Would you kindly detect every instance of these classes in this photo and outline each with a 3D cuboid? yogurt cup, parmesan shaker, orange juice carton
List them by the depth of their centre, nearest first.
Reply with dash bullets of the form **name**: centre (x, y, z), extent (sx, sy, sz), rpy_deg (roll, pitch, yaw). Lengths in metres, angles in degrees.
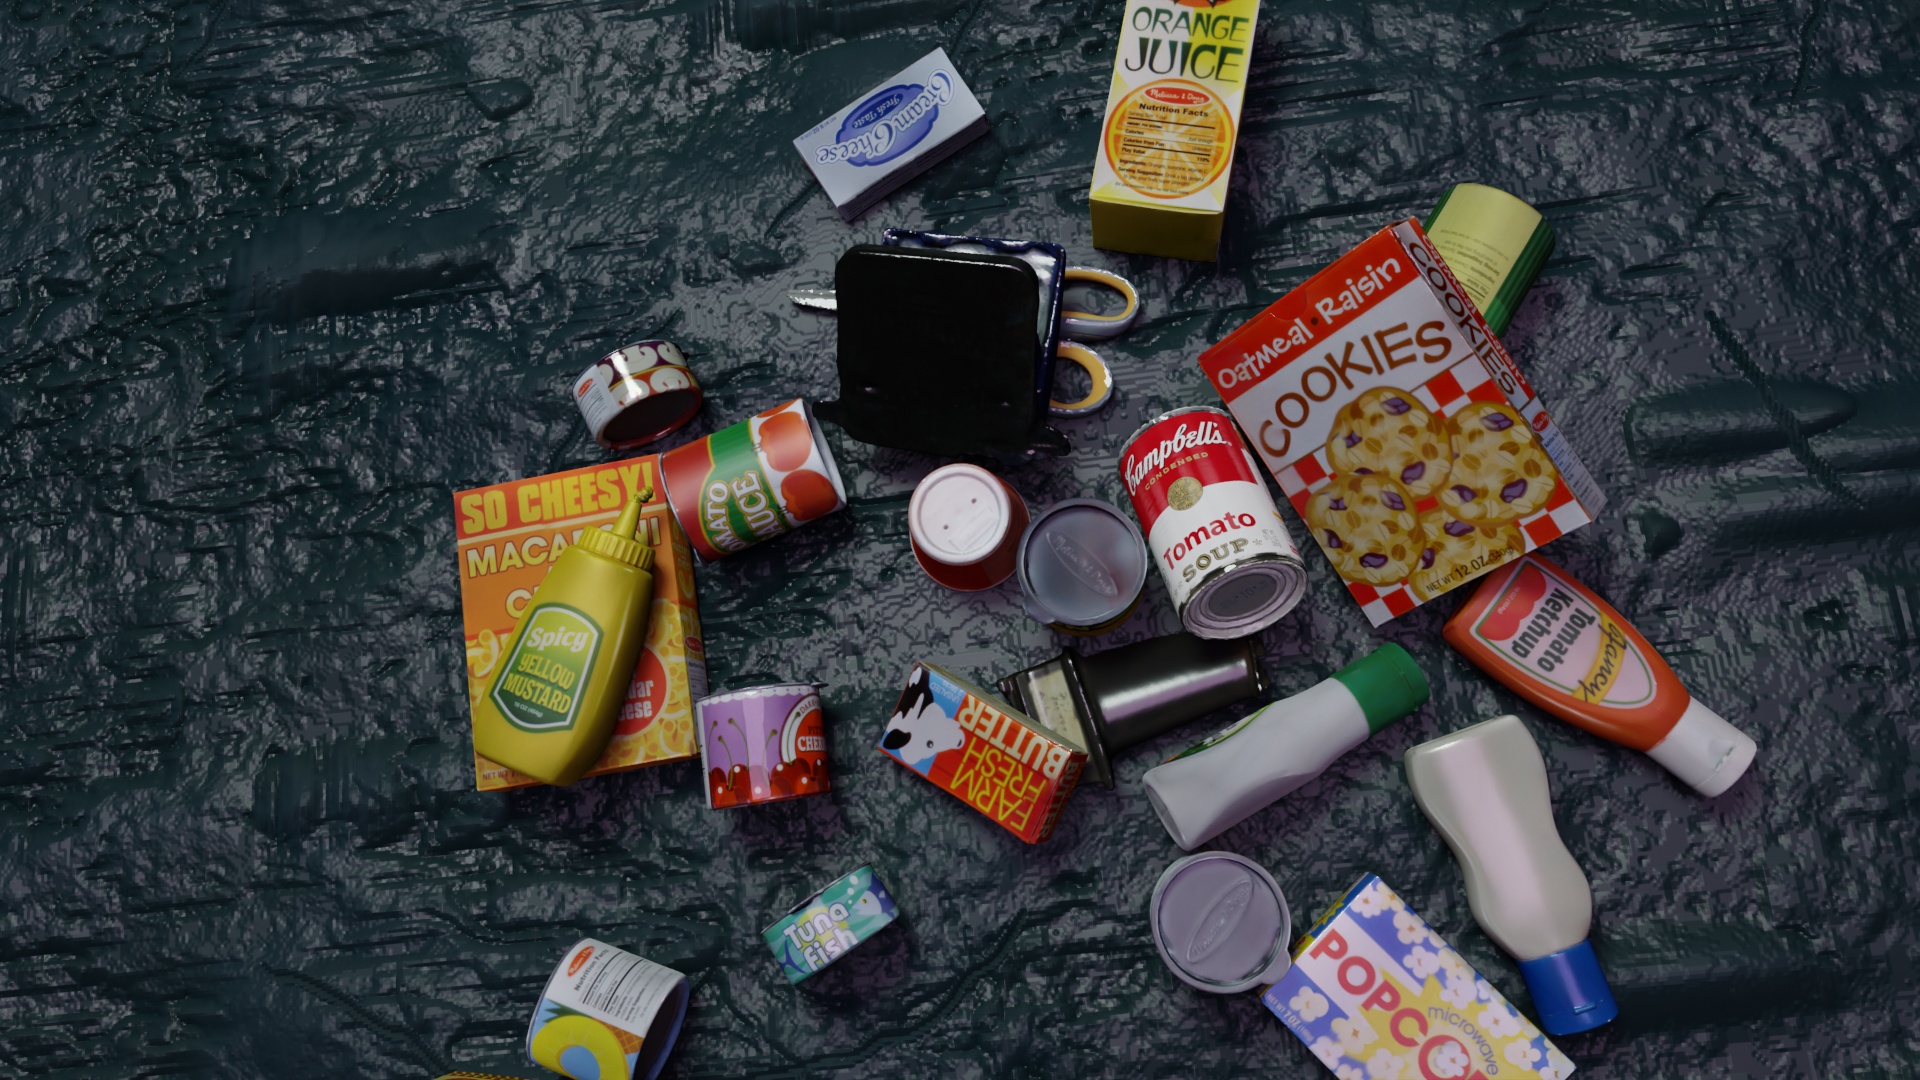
- **parmesan shaker**: centre (0.261, -0.125, 0.732), extent (0.071, 0.071, 0.103), rpy_deg (31, 83, 12)
- **yogurt cup**: centre (0.003, -0.009, 0.747), extent (0.072, 0.054, 0.072), rpy_deg (-1, 79, 7)
- **orange juice carton**: centre (0.124, -0.260, 0.774), extent (0.073, 0.071, 0.193), rpy_deg (10, 80, 9)

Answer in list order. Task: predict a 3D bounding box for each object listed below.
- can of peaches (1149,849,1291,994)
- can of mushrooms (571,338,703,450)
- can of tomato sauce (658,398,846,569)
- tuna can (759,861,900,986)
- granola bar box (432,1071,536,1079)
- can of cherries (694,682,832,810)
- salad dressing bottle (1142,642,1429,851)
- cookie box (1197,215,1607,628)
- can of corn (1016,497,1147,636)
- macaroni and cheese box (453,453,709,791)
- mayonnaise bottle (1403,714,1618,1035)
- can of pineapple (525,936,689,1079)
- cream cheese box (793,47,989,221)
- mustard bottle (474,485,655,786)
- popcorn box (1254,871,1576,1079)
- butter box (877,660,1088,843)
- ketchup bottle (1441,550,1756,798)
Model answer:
- **can of peaches**: centre (0.129, 0.189, 0.689), extent (0.071, 0.058, 0.071), rpy_deg (-1, 78, 6)
- **can of mushrooms**: centre (-0.178, -0.082, 0.779), extent (0.071, 0.071, 0.033), rpy_deg (-29, 77, 1)
- **can of tomato sauce**: centre (-0.112, -0.031, 0.758), extent (0.083, 0.071, 0.071), rpy_deg (-22, 77, 2)
- **tuna can**: centre (-0.066, 0.195, 0.705), extent (0.071, 0.071, 0.033), rpy_deg (-34, 78, 0)
- **granola bar box**: centre (-0.200, 0.297, 0.673), extent (0.165, 0.124, 0.039), rpy_deg (3, 80, 8)
- **can of cherries**: centre (-0.101, 0.108, 0.729), extent (0.071, 0.071, 0.058), rpy_deg (-10, 78, 5)
- **salad dressing bottle**: centre (0.166, 0.102, 0.703), extent (0.148, 0.064, 0.044), rpy_deg (-28, 70, -8)
- **cookie box**: centre (0.215, -0.056, 0.689), extent (0.122, 0.040, 0.167), rpy_deg (-35, 86, 39)
- **can of corn**: centre (0.063, 0.018, 0.732), extent (0.071, 0.058, 0.071), rpy_deg (-1, 79, 7)
- **macaroni and cheese box**: centre (-0.209, 0.046, 0.769), extent (0.124, 0.040, 0.166), rpy_deg (-10, 78, 5)
- **mayonnaise bottle**: centre (0.275, 0.165, 0.685), extent (0.065, 0.041, 0.148), rpy_deg (-21, 78, 4)
- **can of pineapple**: centre (-0.179, 0.246, 0.712), extent (0.058, 0.071, 0.071), rpy_deg (18, 82, 10)
- **cream cheese box**: centre (-0.040, -0.238, 0.814), extent (0.104, 0.024, 0.053), rpy_deg (-33, 78, 0)
- **mustard bottle**: centre (-0.196, 0.044, 0.721), extent (0.065, 0.048, 0.160), rpy_deg (19, 83, 9)
- **popcorn box**: centre (0.219, 0.237, 0.678), extent (0.085, 0.038, 0.127), rpy_deg (-45, 77, -4)
- **butter box**: centre (0.011, 0.109, 0.719), extent (0.103, 0.024, 0.053), rpy_deg (27, 95, 27)
- **ketchup bottle**: centre (0.321, 0.068, 0.697), extent (0.149, 0.043, 0.065), rpy_deg (38, 86, 12)
